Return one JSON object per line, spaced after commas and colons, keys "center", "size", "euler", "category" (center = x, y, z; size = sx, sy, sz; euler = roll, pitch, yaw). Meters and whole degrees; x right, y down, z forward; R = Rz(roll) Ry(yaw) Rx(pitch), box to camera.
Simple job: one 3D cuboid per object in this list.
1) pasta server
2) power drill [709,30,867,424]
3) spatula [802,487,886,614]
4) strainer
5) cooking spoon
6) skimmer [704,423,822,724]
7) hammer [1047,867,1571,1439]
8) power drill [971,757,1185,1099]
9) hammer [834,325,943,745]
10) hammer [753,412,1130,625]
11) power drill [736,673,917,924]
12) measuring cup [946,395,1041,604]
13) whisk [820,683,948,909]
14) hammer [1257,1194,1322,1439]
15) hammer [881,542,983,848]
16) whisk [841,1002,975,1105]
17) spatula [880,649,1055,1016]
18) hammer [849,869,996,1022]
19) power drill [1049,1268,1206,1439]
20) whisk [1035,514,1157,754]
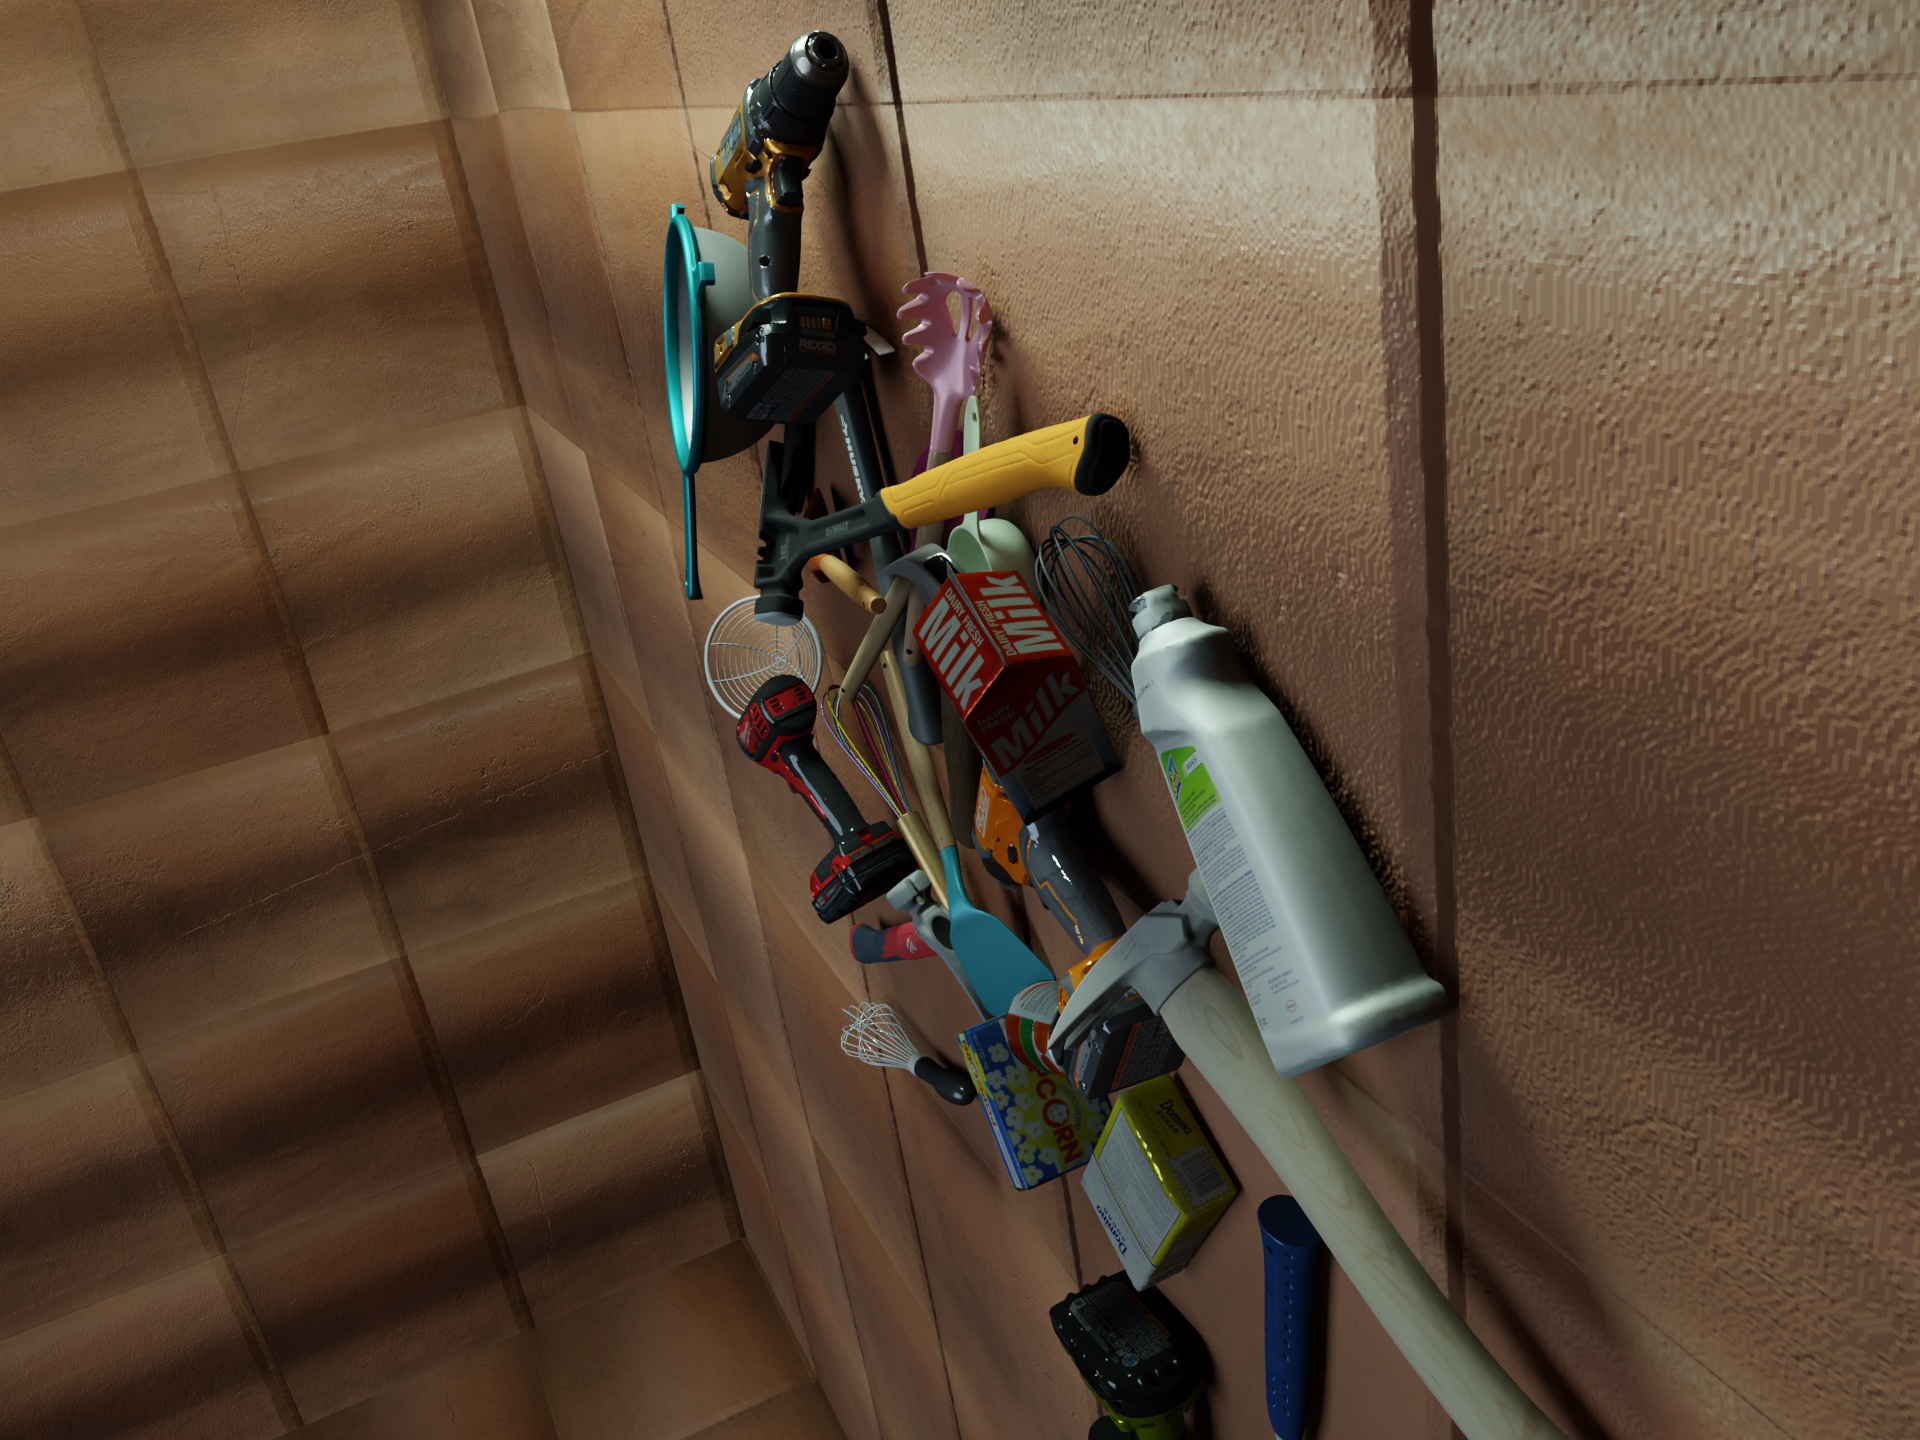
{"center": [-0.020, -0.155, 1.052], "size": [0.060, 0.040, 0.316], "euler": [26, 135, 17], "category": "pasta server"}
{"center": [-0.117, -0.340, 1.099], "size": [0.185, 0.084, 0.226], "euler": [156, 112, -62], "category": "power drill"}
{"center": [-0.089, -0.120, 1.232], "size": [0.323, 0.041, 0.081], "euler": [-136, 28, -69], "category": "spatula"}
{"center": [-0.196, -0.259, 1.366], "size": [0.211, 0.095, 0.340], "euler": [-117, 27, -54], "category": "strainer"}
{"center": [-0.041, -0.100, 1.165], "size": [0.069, 0.017, 0.318], "euler": [52, 145, 14], "category": "cooking spoon"}
{"center": [-0.176, -0.138, 1.469], "size": [0.127, 0.090, 0.363], "euler": [30, 144, 13], "category": "skimmer"}
{"center": [0.197, 0.268, 0.800], "size": [0.146, 0.038, 0.411], "euler": [-49, 55, 19], "category": "hammer"}
{"center": [0.072, 0.128, 1.050], "size": [0.164, 0.084, 0.227], "euler": [97, 153, -52], "category": "power drill"}
{"center": [-0.058, -0.141, 1.225], "size": [0.146, 0.035, 0.334], "euler": [-160, 54, -67], "category": "hammer"}
{"center": [-0.024, -0.142, 0.974], "size": [0.337, 0.034, 0.127], "euler": [-7, 76, 50], "category": "hammer"}
{"center": [-0.140, 0.074, 1.510], "size": [0.220, 0.078, 0.143], "euler": [59, 151, 9], "category": "power drill"}
{"center": [0.023, -0.131, 1.011], "size": [0.083, 0.038, 0.167], "euler": [49, 149, 48], "category": "measuring cup"}
{"center": [-0.055, 0.066, 1.409], "size": [0.245, 0.051, 0.047], "euler": [60, 179, 19], "category": "whisk"}
{"center": [0.214, 0.467, 1.026], "size": [0.144, 0.035, 0.405], "euler": [-135, 32, -53], "category": "hammer"}
{"center": [-0.002, -0.004, 1.126], "size": [0.130, 0.031, 0.331], "euler": [53, 163, 29], "category": "hammer"}
{"center": [-0.055, 0.344, 1.632], "size": [0.285, 0.070, 0.070], "euler": [10, 116, 63], "category": "whisk"}
{"center": [-0.010, 0.082, 1.295], "size": [0.082, 0.044, 0.318], "euler": [-39, 60, 42], "category": "spatula"}
{"center": [-0.045, 0.221, 1.494], "size": [0.143, 0.038, 0.386], "euler": [53, 164, 0], "category": "hammer"}
{"center": [0.140, 0.554, 1.250], "size": [0.191, 0.080, 0.228], "euler": [30, 137, 62], "category": "power drill"}
{"center": [0.108, -0.011, 0.880], "size": [0.239, 0.055, 0.055], "euler": [61, 159, 15], "category": "whisk"}
